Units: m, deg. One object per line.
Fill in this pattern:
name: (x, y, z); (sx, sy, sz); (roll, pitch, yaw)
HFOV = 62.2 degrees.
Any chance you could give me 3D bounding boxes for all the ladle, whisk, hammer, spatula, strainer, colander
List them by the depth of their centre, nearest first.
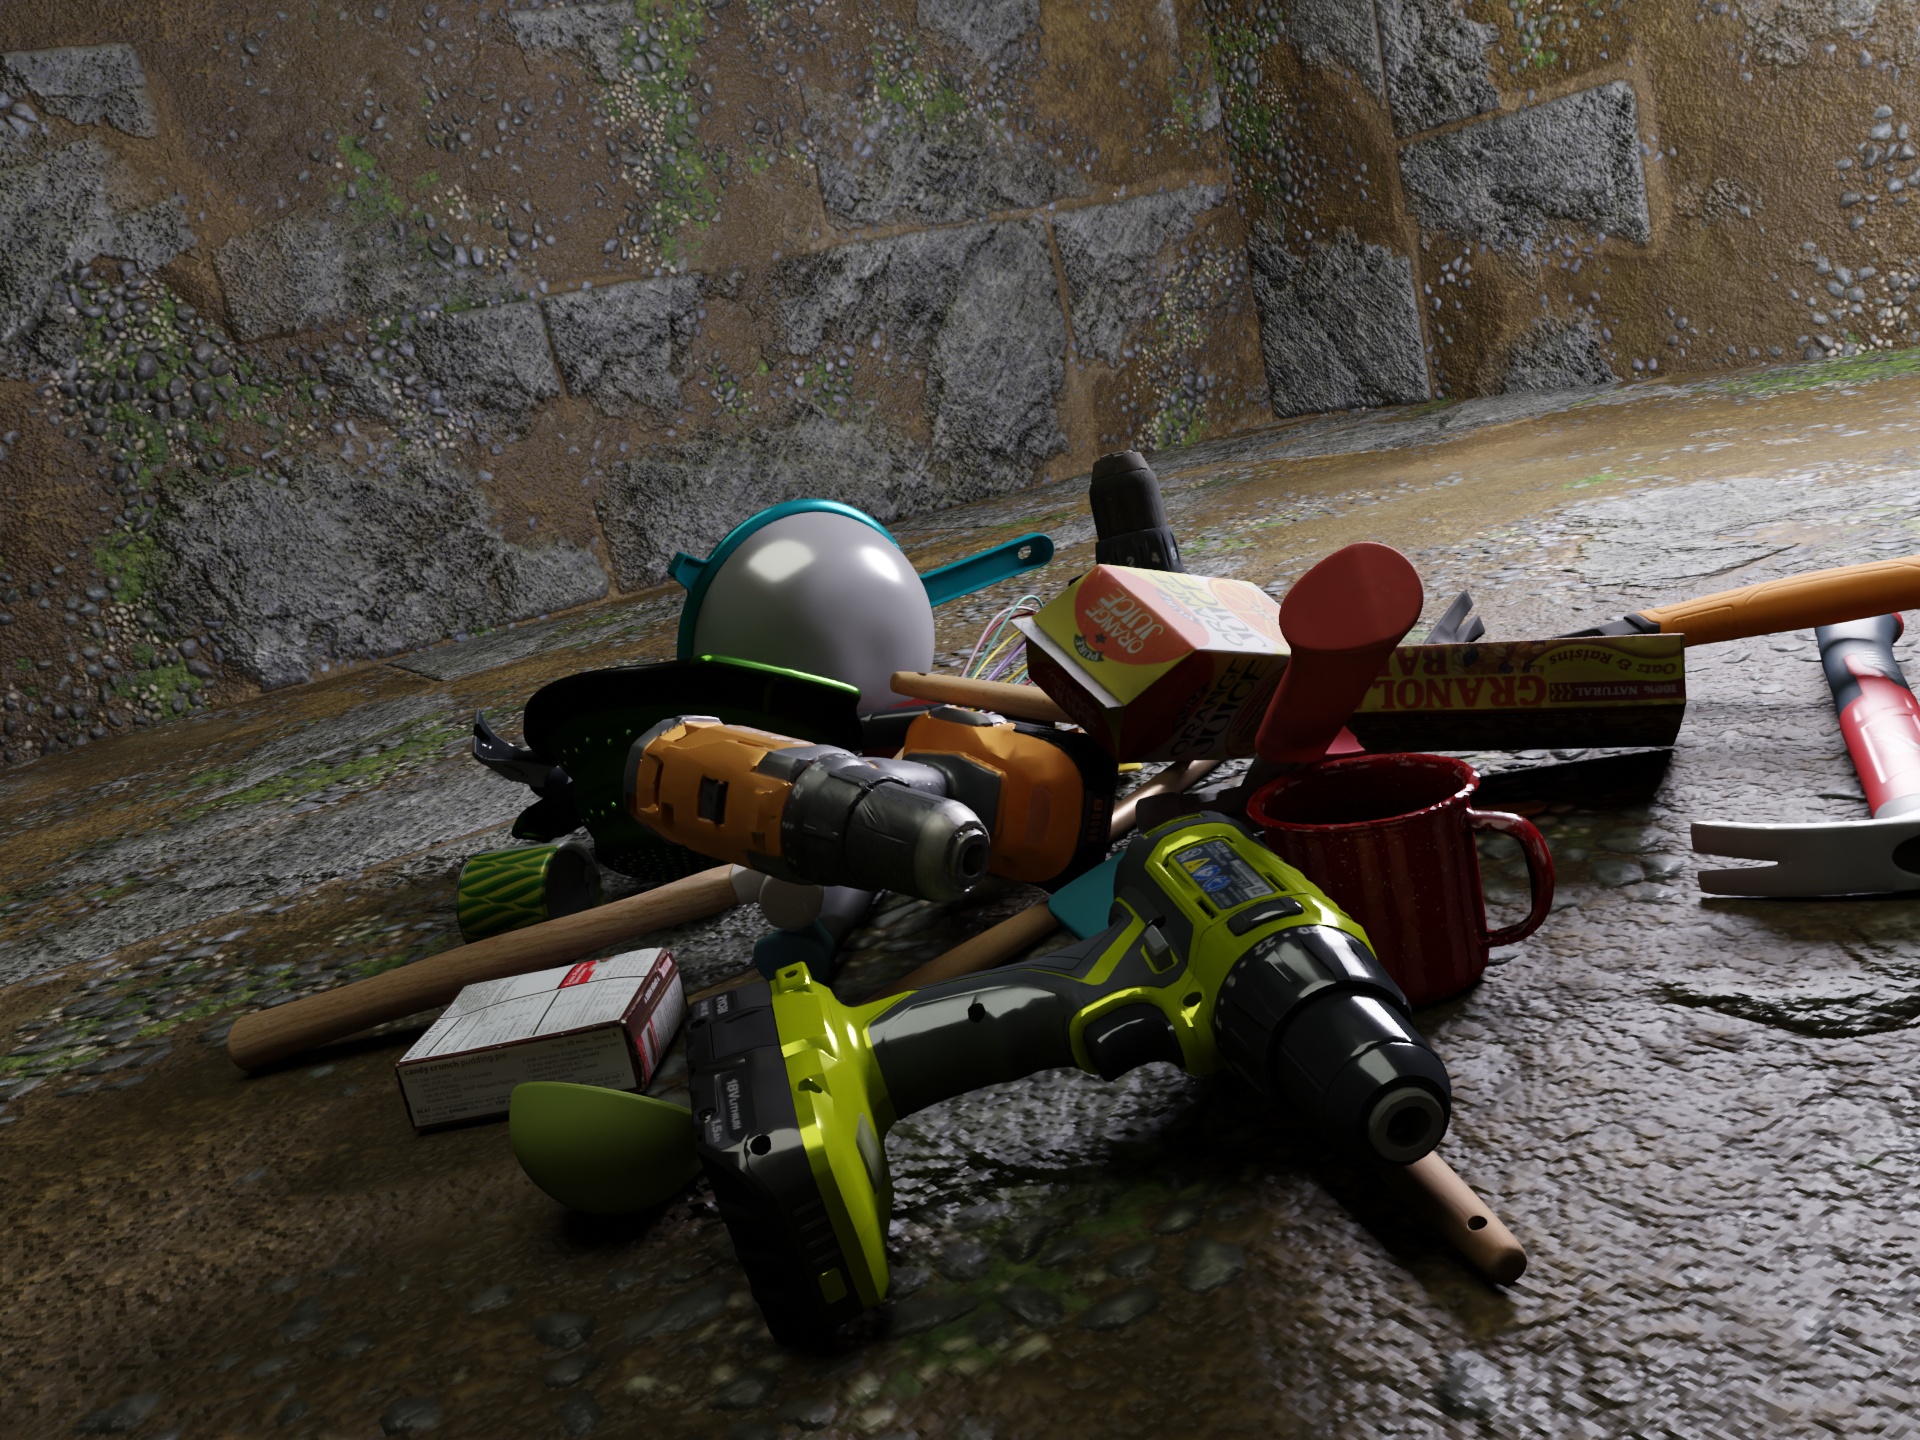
spatula: (0.115, 0.112, 0.592); (0.082, 0.044, 0.318); (-28, 16, -6)
ladle: (-0.051, 0.122, 0.687); (0.078, 0.062, 0.320); (-17, 4, 43)
hammer: (0.159, 0.001, 0.698); (0.149, 0.037, 0.359); (-12, -15, 0)
hammer: (0.440, -0.001, 0.793); (0.143, 0.038, 0.386); (-8, 13, 26)
hammer: (-0.224, 0.119, 0.836); (0.331, 0.031, 0.130); (-18, 12, 3)
ladle: (0.106, -0.001, 0.899); (0.315, 0.031, 0.069); (8, 13, -25)
hammer: (0.417, -0.058, 0.906); (0.337, 0.034, 0.127); (-11, 27, 44)
hammer: (-0.052, 0.077, 0.933); (0.128, 0.033, 0.331); (-10, 13, 14)
whisk: (0.000, -0.004, 0.959); (0.047, 0.051, 0.245); (19, 43, 24)
colander: (-0.208, 0.065, 1.020); (0.204, 0.095, 0.397); (13, -23, -33)
hammer: (-0.135, 0.010, 1.070); (0.409, 0.036, 0.149); (-5, -16, 15)
strainer: (-0.042, -0.074, 1.193); (0.340, 0.210, 0.095); (-24, 27, -29)

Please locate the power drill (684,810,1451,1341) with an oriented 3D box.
power drill: (0.031, 0.115, 0.528); (0.228, 0.080, 0.191); (-19, 19, -6)

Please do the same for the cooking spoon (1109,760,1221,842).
cooking spoon: (0.156, 0.023, 1.005); (0.069, 0.017, 0.319); (-14, 9, 39)

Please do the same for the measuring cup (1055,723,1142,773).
measuring cup: (0.070, 0.017, 1.082); (0.062, 0.029, 0.156); (-20, 13, -31)

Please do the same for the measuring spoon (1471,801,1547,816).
measuring spoon: (0.241, 0.056, 0.805); (0.117, 0.011, 0.021); (-10, 12, -4)

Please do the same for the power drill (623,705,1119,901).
power drill: (-0.014, 0.041, 0.739); (0.185, 0.084, 0.226); (11, 6, 39)

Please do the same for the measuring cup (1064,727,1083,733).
measuring cup: (0.061, 0.042, 0.945); (0.095, 0.052, 0.173); (-23, -13, 34)

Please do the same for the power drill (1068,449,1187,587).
power drill: (0.118, -0.075, 1.054); (0.080, 0.188, 0.227); (-13, 2, 3)
